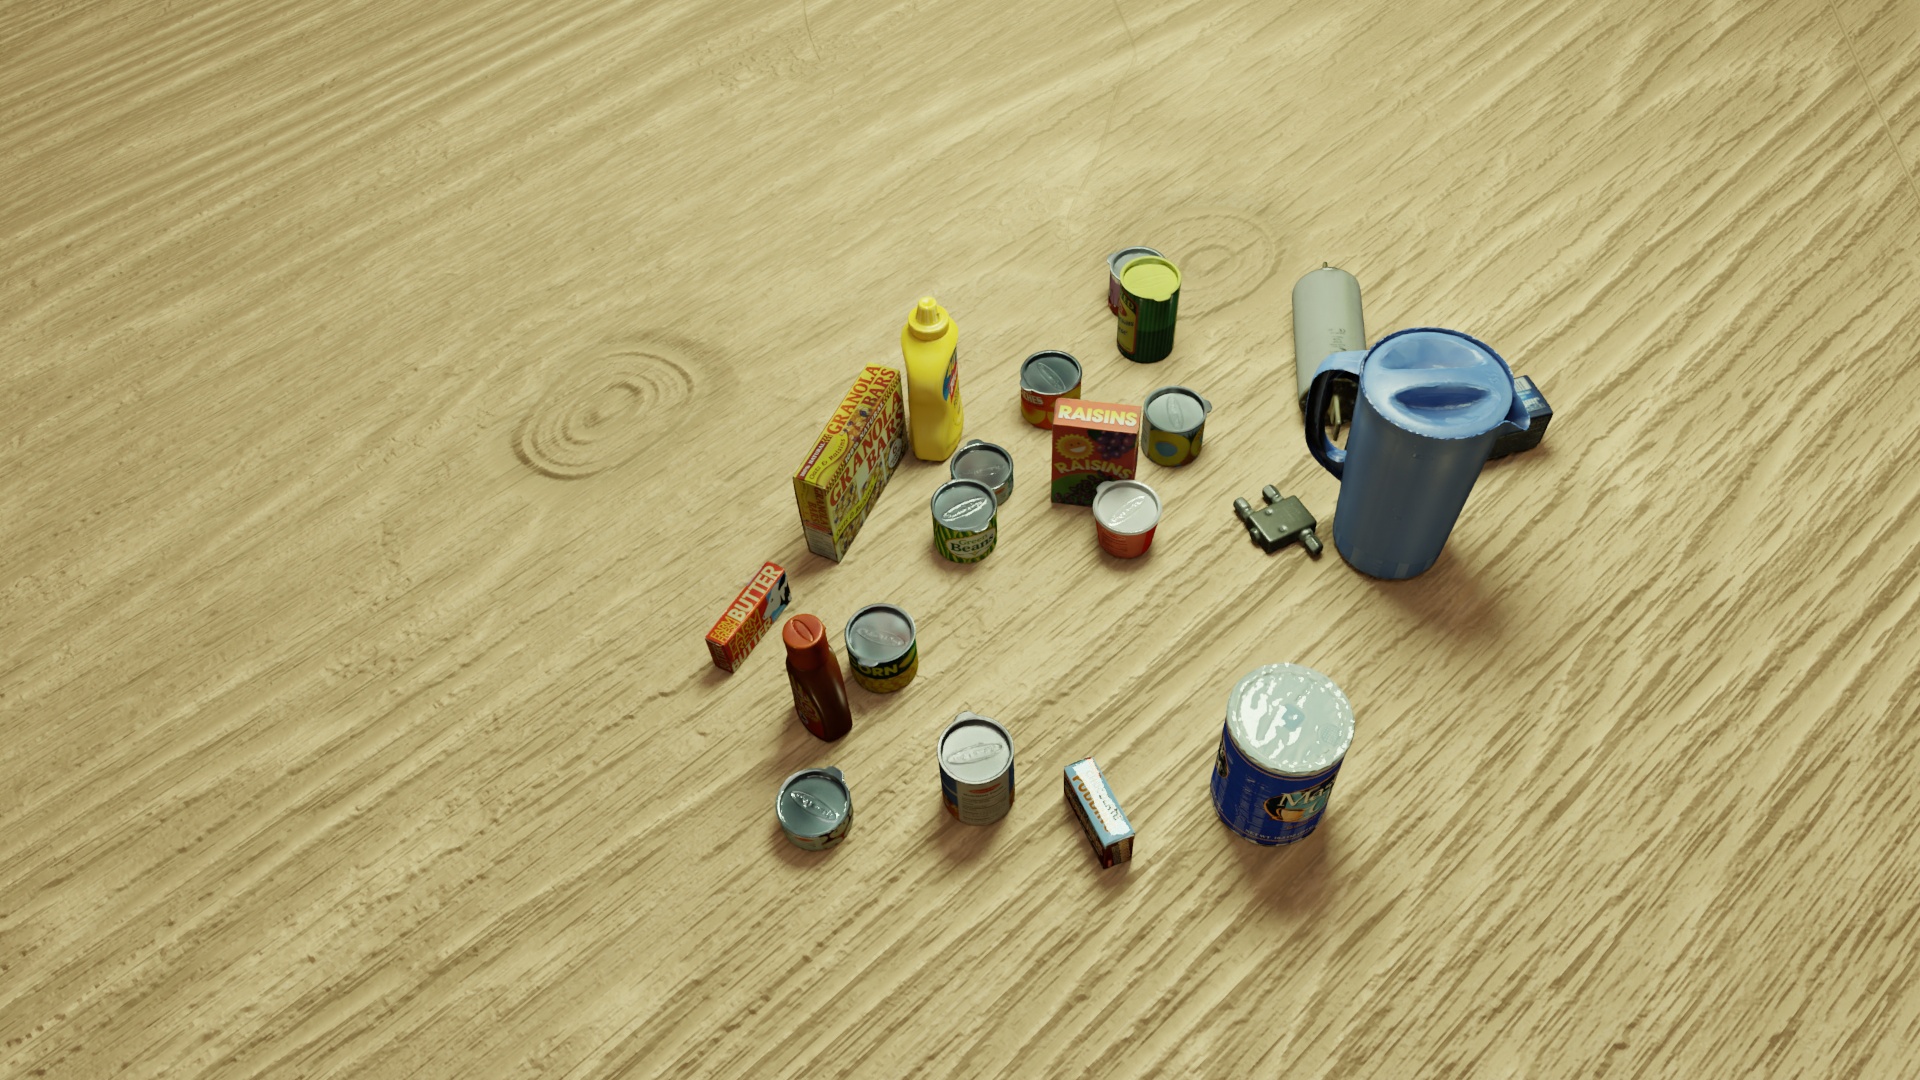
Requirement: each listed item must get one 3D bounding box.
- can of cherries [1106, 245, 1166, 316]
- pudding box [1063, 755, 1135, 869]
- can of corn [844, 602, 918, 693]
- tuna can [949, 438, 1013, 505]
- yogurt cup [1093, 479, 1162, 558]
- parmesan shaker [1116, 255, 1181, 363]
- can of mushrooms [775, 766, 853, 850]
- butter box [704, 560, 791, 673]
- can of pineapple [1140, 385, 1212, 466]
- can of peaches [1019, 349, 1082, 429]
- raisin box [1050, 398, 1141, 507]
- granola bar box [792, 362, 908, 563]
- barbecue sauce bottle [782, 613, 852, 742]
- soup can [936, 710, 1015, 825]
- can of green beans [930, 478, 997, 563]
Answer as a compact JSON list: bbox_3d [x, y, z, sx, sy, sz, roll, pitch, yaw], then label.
[{"bbox_3d":[0.201,-0.295,1.591,0.071,0.058,0.072,-1,53,2],"label":"can of cherries"},{"bbox_3d":[0.119,0.235,1.202,0.030,0.049,0.084,-20,55,-12],"label":"pudding box"},{"bbox_3d":[-0.074,0.104,1.305,0.071,0.058,0.071,-1,53,2],"label":"can of corn"},{"bbox_3d":[0.022,-0.069,1.446,0.071,0.032,0.071,-1,53,2],"label":"tuna can"},{"bbox_3d":[0.166,-0.019,1.388,0.072,0.053,0.073,-1,53,2],"label":"yogurt cup"},{"bbox_3d":[0.207,-0.251,1.530,0.071,0.102,0.071,-1,53,2],"label":"parmesan shaker"},{"bbox_3d":[-0.126,0.235,1.224,0.071,0.033,0.071,-1,53,2],"label":"can of mushrooms"},{"bbox_3d":[-0.203,0.074,1.337,0.024,0.052,0.104,24,58,20],"label":"butter box"},{"bbox_3d":[0.225,-0.119,1.458,0.071,0.057,0.071,-1,53,2],"label":"can of pineapple"},{"bbox_3d":[0.095,-0.161,1.496,0.071,0.057,0.071,-1,53,2],"label":"can of peaches"},{"bbox_3d":[0.135,-0.086,1.397,0.086,0.122,0.040,7,54,8],"label":"raisin box"},{"bbox_3d":[-0.108,-0.080,1.404,0.039,0.123,0.166,18,56,16],"label":"granola bar box"},{"bbox_3d":[-0.130,0.120,1.240,0.044,0.147,0.065,-34,59,-20],"label":"barbecue sauce bottle"},{"bbox_3d":[0.014,0.199,1.213,0.071,0.083,0.072,-1,53,2],"label":"soup can"},{"bbox_3d":[0.004,-0.019,1.394,0.071,0.057,0.071,-1,53,2],"label":"can of green beans"}]
